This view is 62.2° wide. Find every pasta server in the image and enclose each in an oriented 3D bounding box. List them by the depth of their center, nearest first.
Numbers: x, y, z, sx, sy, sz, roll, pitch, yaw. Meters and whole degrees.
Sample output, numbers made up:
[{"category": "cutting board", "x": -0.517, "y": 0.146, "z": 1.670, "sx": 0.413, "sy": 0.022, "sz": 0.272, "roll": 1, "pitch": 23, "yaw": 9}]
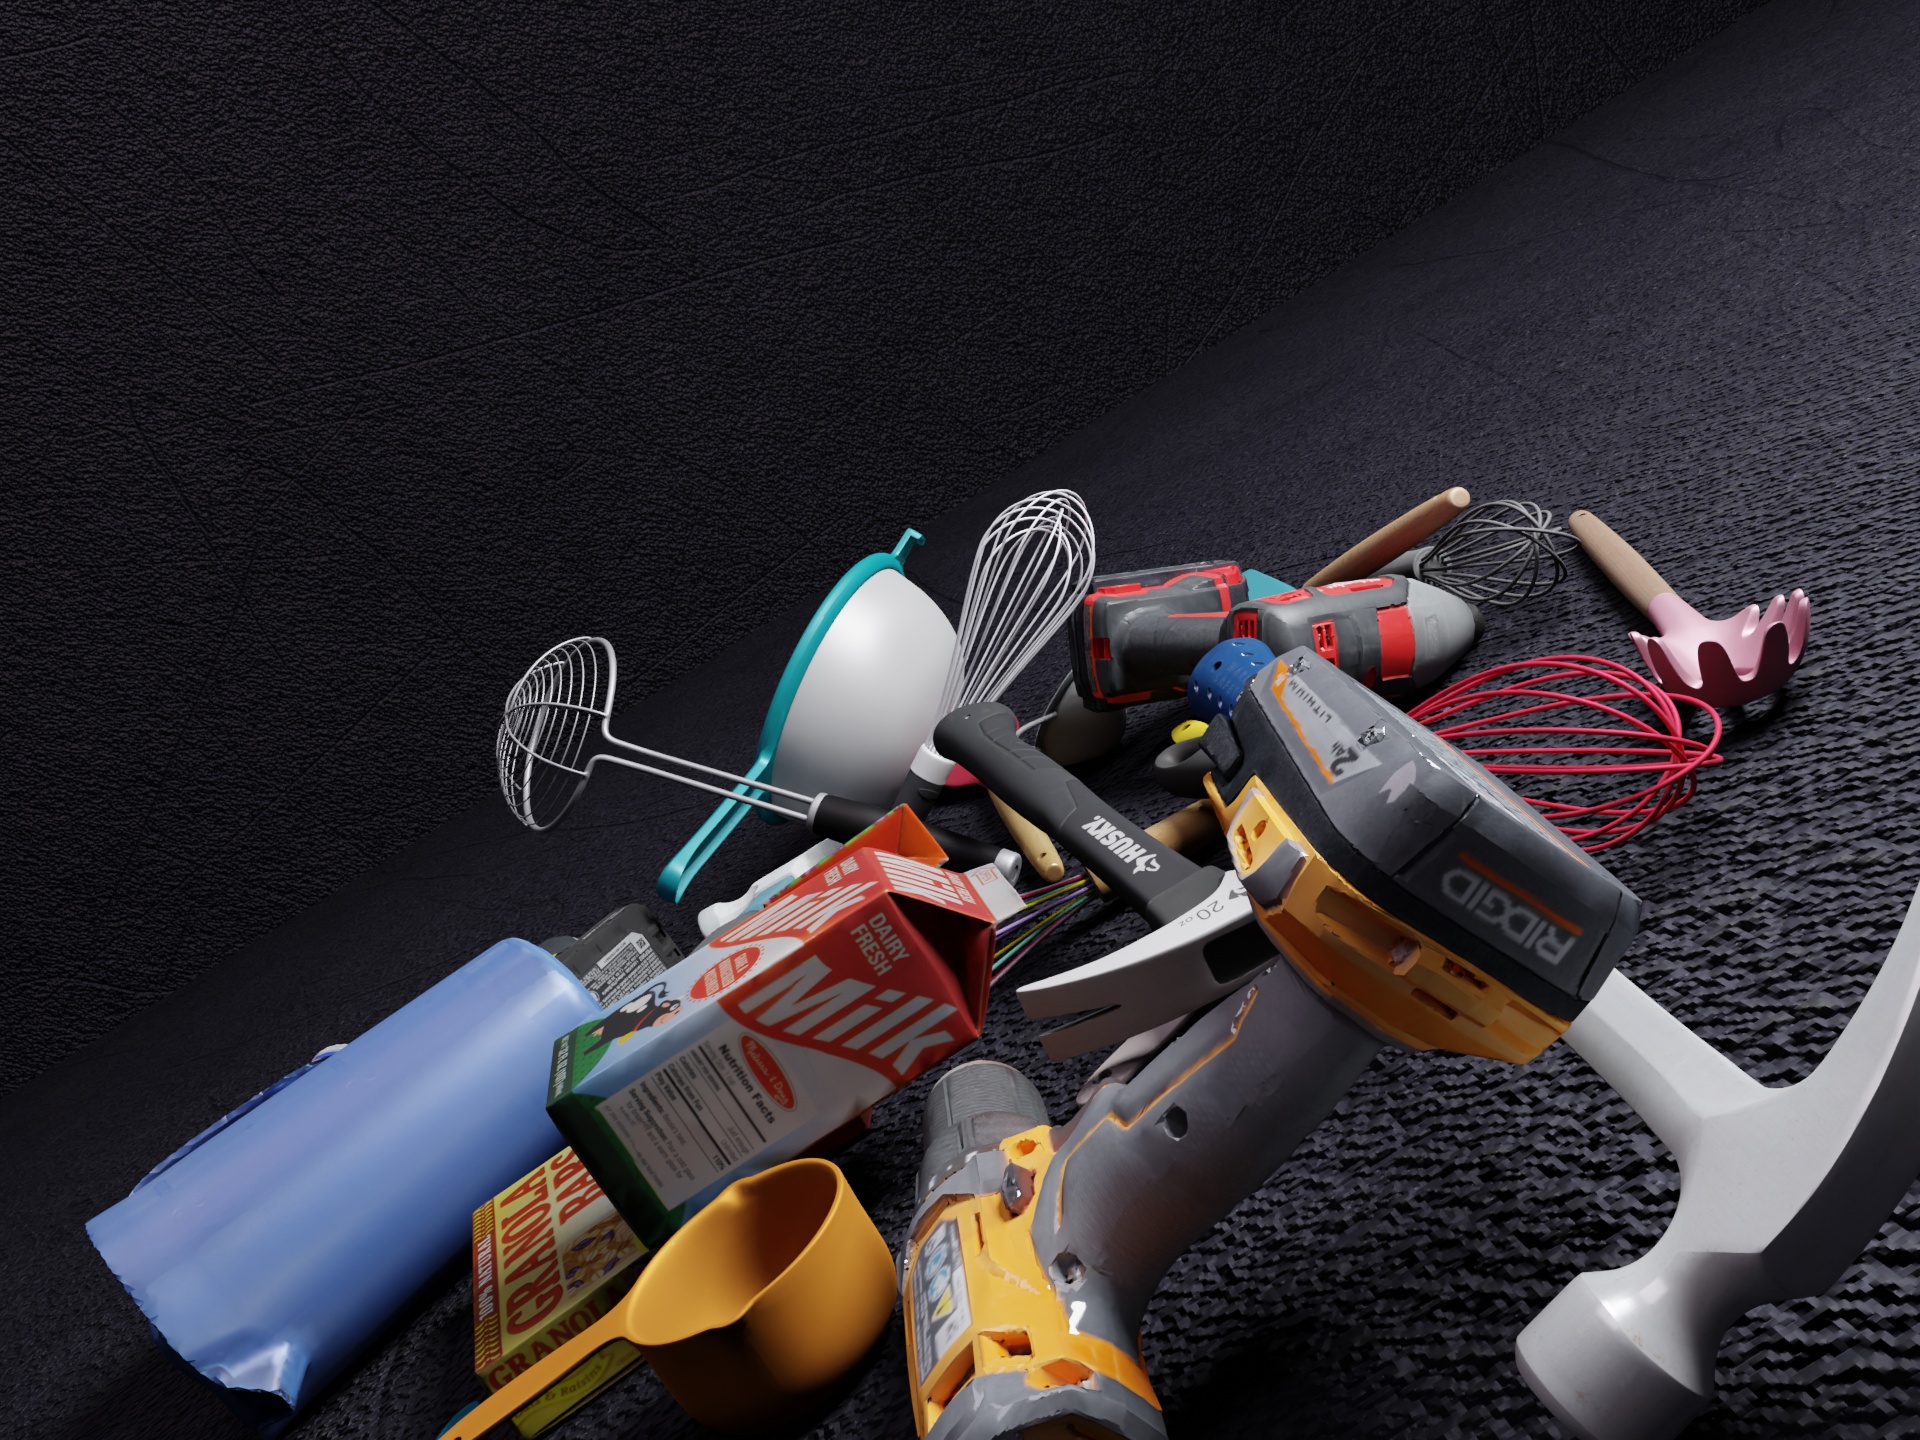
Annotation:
[{"category": "pasta server", "x": 0.306, "y": -0.064, "z": 0.709, "sx": 0.060, "sy": 0.040, "sz": 0.316, "roll": -15, "pitch": 15, "yaw": 15}]

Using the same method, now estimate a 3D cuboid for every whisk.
[{"category": "whisk", "x": 0.170, "y": 0.015, "z": 0.643, "sx": 0.073, "sy": 0.073, "sz": 0.296, "roll": -38, "pitch": 15, "yaw": -25}, {"category": "whisk", "x": 0.043, "y": 0.086, "z": 0.748, "sx": 0.245, "sy": 0.047, "sz": 0.051, "roll": -28, "pitch": 23, "yaw": -2}, {"category": "whisk", "x": 0.261, "y": -0.085, "z": 0.871, "sx": 0.055, "sy": 0.055, "sz": 0.239, "roll": -33, "pitch": 5, "yaw": -8}, {"category": "whisk", "x": -0.002, "y": -0.003, "z": 0.908, "sx": 0.284, "sy": 0.070, "sz": 0.070, "roll": -63, "pitch": 6, "yaw": 13}]

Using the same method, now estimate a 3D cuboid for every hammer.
[{"category": "hammer", "x": 0.149, "y": 0.036, "z": 0.502, "sx": 0.144, "sy": 0.035, "sz": 0.406, "roll": -51, "pitch": 17, "yaw": 9}, {"category": "hammer", "x": 0.048, "y": 0.048, "z": 0.732, "sx": 0.146, "sy": 0.035, "sz": 0.335, "roll": -30, "pitch": 21, "yaw": -9}, {"category": "hammer", "x": -0.125, "y": 0.123, "z": 0.907, "sx": 0.128, "sy": 0.033, "sz": 0.331, "roll": -31, "pitch": 2, "yaw": 6}]

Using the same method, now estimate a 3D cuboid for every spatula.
[{"category": "spatula", "x": 0.209, "y": -0.089, "z": 0.930, "sx": 0.082, "sy": 0.044, "sz": 0.317, "roll": -41, "pitch": 0, "yaw": -15}]

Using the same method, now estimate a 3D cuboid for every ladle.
[{"category": "ladle", "x": 0.028, "y": 0.046, "z": 0.976, "sx": 0.069, "sy": 0.031, "sz": 0.315, "roll": -41, "pitch": 14, "yaw": 2}]

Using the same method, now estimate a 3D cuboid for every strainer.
[{"category": "strainer", "x": 0.107, "y": -0.026, "z": 1.038, "sx": 0.258, "sy": 0.050, "sz": 0.086, "roll": -41, "pitch": -29, "yaw": -56}, {"category": "strainer", "x": -0.081, "y": 0.028, "z": 1.081, "sx": 0.340, "sy": 0.095, "sz": 0.210, "roll": -54, "pitch": -16, "yaw": -49}]

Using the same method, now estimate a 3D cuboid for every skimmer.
[{"category": "skimmer", "x": -0.127, "y": 0.041, "z": 0.941, "sx": 0.363, "sy": 0.127, "sz": 0.090, "roll": 15, "pitch": -5, "yaw": 19}]

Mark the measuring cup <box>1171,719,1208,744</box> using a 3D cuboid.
[{"category": "measuring cup", "x": 0.135, "y": 0.010, "z": 0.847, "sx": 0.062, "sy": 0.029, "sz": 0.157, "roll": -32, "pitch": 15, "yaw": -2}]

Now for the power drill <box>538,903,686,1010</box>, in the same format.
[{"category": "power drill", "x": -0.270, "y": 0.190, "z": 1.021, "sx": 0.228, "sy": 0.080, "sz": 0.190, "roll": -23, "pitch": 15, "yaw": 45}]

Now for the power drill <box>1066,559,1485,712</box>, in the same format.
[{"category": "power drill", "x": 0.163, "y": -0.045, "z": 0.849, "sx": 0.143, "sy": 0.078, "sz": 0.220, "roll": -10, "pitch": 8, "yaw": -25}]

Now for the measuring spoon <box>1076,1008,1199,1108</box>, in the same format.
[{"category": "measuring spoon", "x": 0.083, "y": 0.107, "z": 0.621, "sx": 0.124, "sy": 0.018, "sz": 0.034, "roll": -38, "pitch": 14, "yaw": -34}]

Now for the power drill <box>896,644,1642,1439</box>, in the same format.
[{"category": "power drill", "x": 0.059, "y": 0.093, "z": 0.442, "sx": 0.226, "sy": 0.084, "sz": 0.185, "roll": -55, "pitch": 14, "yaw": 12}]

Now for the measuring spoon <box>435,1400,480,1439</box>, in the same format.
[{"category": "measuring spoon", "x": -0.190, "y": 0.289, "z": 0.594, "sx": 0.042, "sy": 0.021, "sz": 0.128, "roll": -34, "pitch": 3, "yaw": -7}]

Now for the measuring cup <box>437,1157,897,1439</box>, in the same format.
[{"category": "measuring cup", "x": -0.100, "y": 0.222, "z": 0.544, "sx": 0.173, "sy": 0.052, "sz": 0.095, "roll": -34, "pitch": 12, "yaw": -1}]
